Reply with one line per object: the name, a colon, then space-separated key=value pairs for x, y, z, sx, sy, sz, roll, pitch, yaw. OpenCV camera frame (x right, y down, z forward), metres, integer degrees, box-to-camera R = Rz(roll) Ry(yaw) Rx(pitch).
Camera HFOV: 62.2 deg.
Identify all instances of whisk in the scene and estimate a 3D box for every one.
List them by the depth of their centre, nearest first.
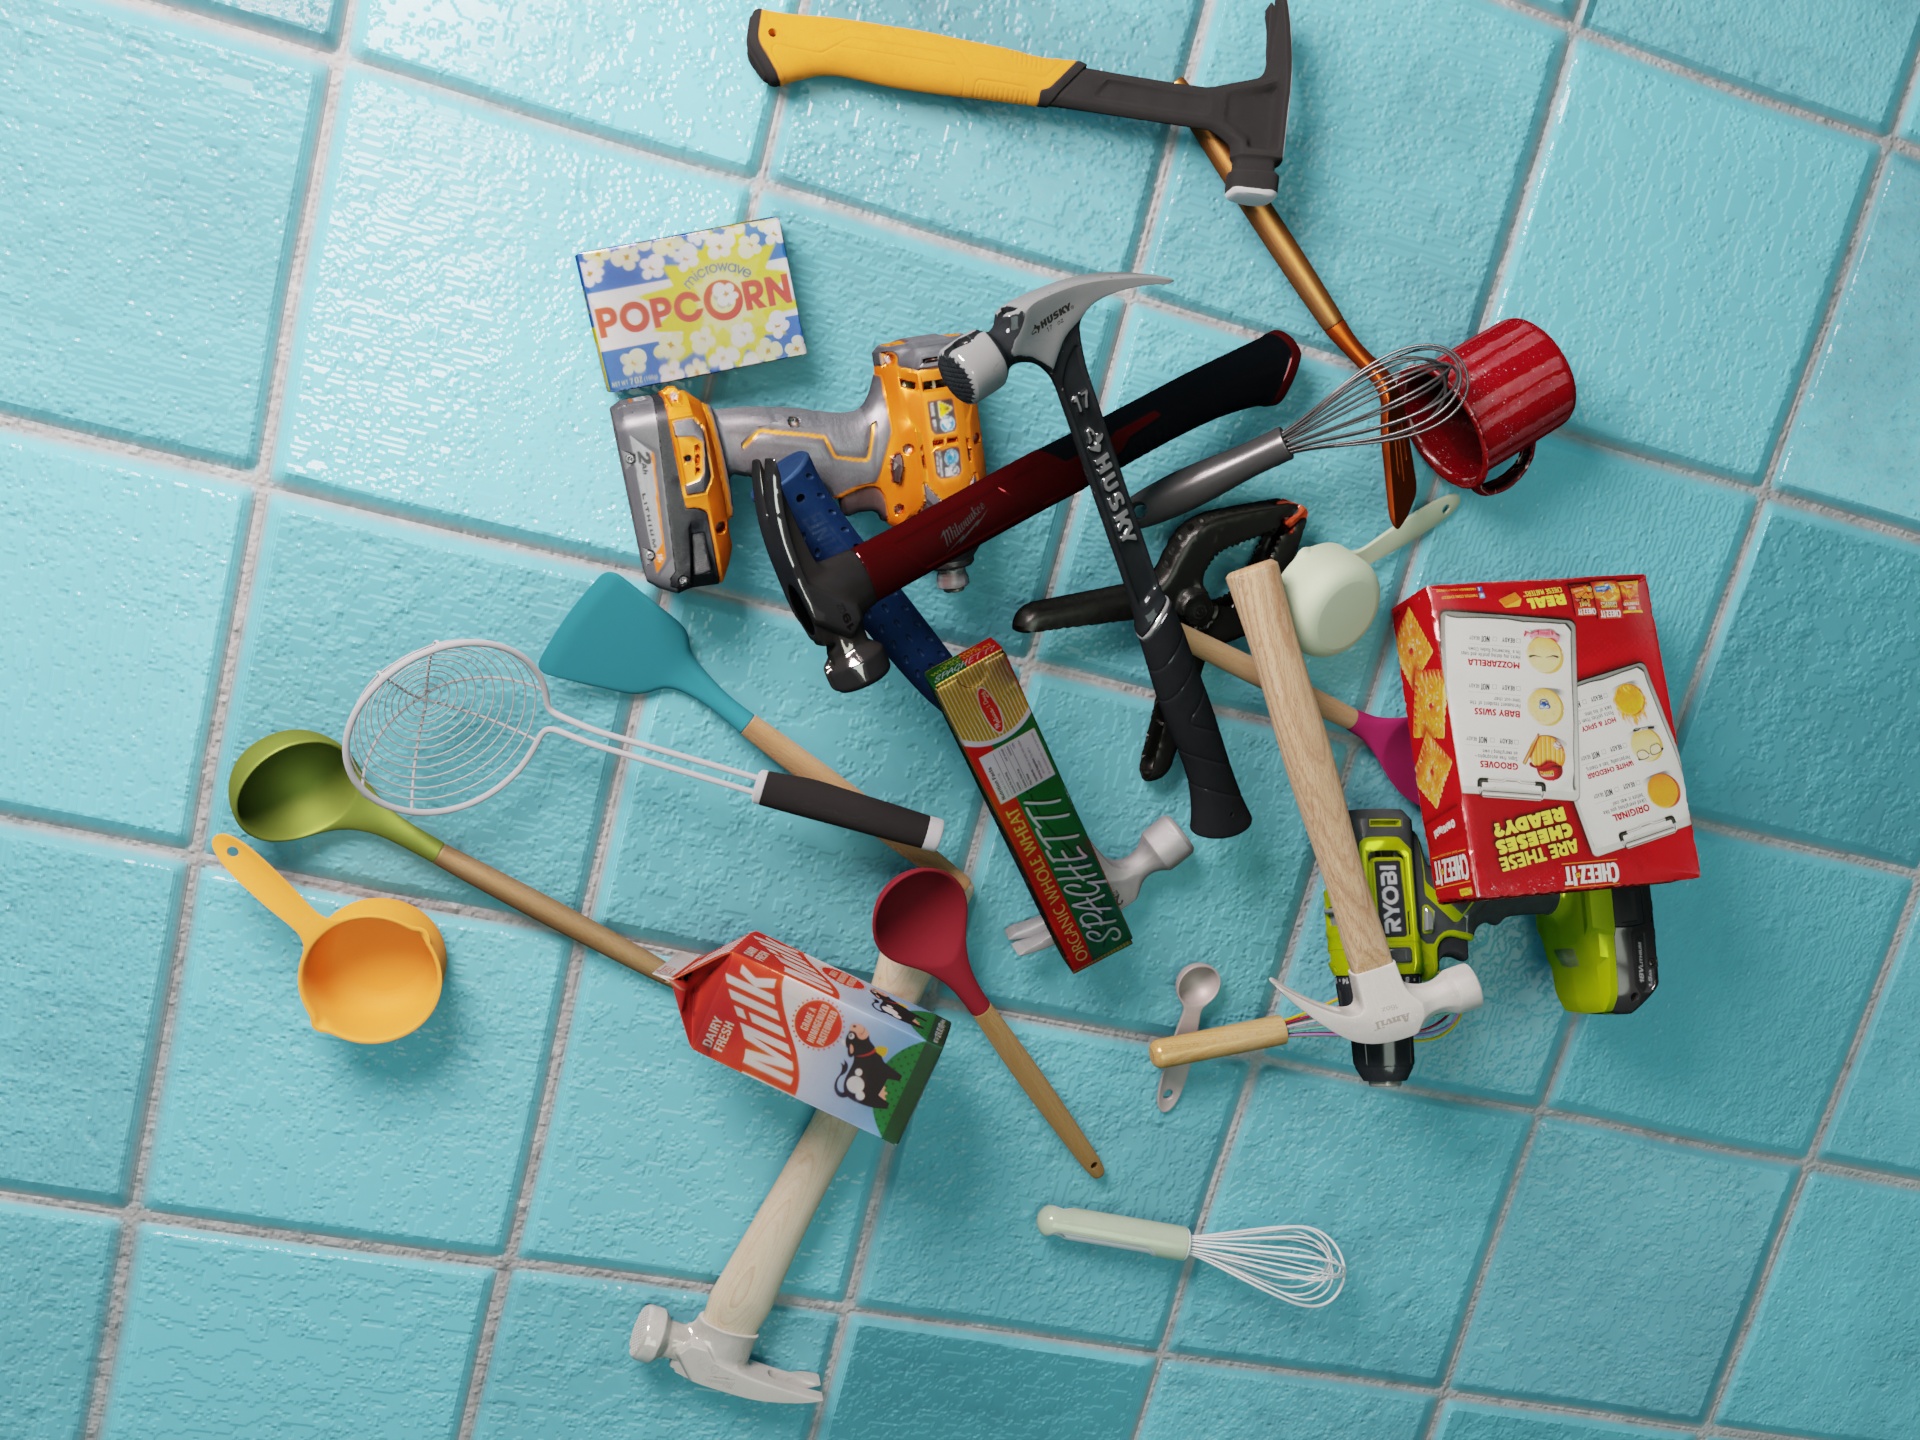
whisk: x=0.210 y=-0.176 z=1.027 sx=0.239 sy=0.055 sz=0.055 roll=-23 pitch=108 yaw=23
whisk: x=0.257 y=0.226 z=1.162 sx=0.245 sy=0.051 sz=0.047 roll=-9 pitch=113 yaw=-10
whisk: x=0.175 y=0.395 z=1.193 sx=0.246 sy=0.057 sz=0.059 roll=12 pitch=66 yaw=-9

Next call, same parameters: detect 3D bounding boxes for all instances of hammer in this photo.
hammer: x=0.056 y=-0.168 z=0.976 sx=0.386 sy=0.038 sz=0.143 roll=-31 pitch=111 yaw=-22
hammer: x=0.039 y=-0.403 z=0.976 sx=0.337 sy=0.034 sz=0.127 roll=5 pitch=91 yaw=-7
hammer: x=0.117 y=-0.084 z=0.991 sx=0.149 sy=0.036 sz=0.408 roll=-37 pitch=124 yaw=-19
hammer: x=-0.002 y=-0.003 z=1.028 sx=0.144 sy=0.035 sz=0.405 roll=-38 pitch=120 yaw=1
hammer: x=0.238 y=0.056 z=1.056 sx=0.130 sy=0.031 sz=0.331 roll=-18 pitch=94 yaw=-2
hammer: x=-0.084 y=0.295 z=1.126 sx=0.146 sy=0.038 sz=0.410 roll=24 pitch=97 yaw=-16

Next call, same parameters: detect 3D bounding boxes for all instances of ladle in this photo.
ladle: x=-0.316 y=0.103 z=1.029 sx=0.320 sy=0.062 sz=0.078 roll=32 pitch=100 yaw=-18
ladle: x=0.028 y=0.218 z=1.111 sx=0.069 sy=0.031 sz=0.315 roll=-36 pitch=117 yaw=-8

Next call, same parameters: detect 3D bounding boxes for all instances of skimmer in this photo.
skimmer: x=-0.188 y=0.040 z=0.988 sx=0.363 sy=0.090 sz=0.127 roll=16 pitch=117 yaw=-6

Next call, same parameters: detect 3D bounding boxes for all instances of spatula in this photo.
spatula: x=-0.121 y=0.023 z=1.041 sx=0.317 sy=0.044 sz=0.082 roll=37 pitch=104 yaw=-9
spatula: x=0.224 y=-0.275 z=1.044 sx=0.041 sy=0.081 sz=0.322 roll=-30 pitch=101 yaw=36

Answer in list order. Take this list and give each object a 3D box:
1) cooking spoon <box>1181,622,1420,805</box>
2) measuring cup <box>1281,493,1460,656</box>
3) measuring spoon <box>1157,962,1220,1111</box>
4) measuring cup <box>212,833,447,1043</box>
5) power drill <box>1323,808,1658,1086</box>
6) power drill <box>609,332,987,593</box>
cooking spoon: x=0.252 y=-0.011 z=1.105 sx=0.318 sy=0.017 sz=0.069 roll=23 pitch=99 yaw=-24
measuring cup: x=0.288 y=-0.104 z=1.089 sx=0.167 sy=0.038 sz=0.083 roll=-33 pitch=133 yaw=-10
measuring spoon: x=0.161 y=0.231 z=1.170 sx=0.034 sy=0.018 sz=0.124 roll=5 pitch=109 yaw=-19
measuring cup: x=-0.406 y=0.129 z=1.021 sx=0.095 sy=0.052 sz=0.173 roll=-42 pitch=105 yaw=1
power drill: x=0.370 y=0.159 z=1.132 sx=0.228 sy=0.080 sz=0.191 roll=0 pitch=80 yaw=-11
power drill: x=-0.093 y=-0.146 z=1.000 sx=0.226 sy=0.084 sz=0.164 roll=-12 pitch=107 yaw=-11
